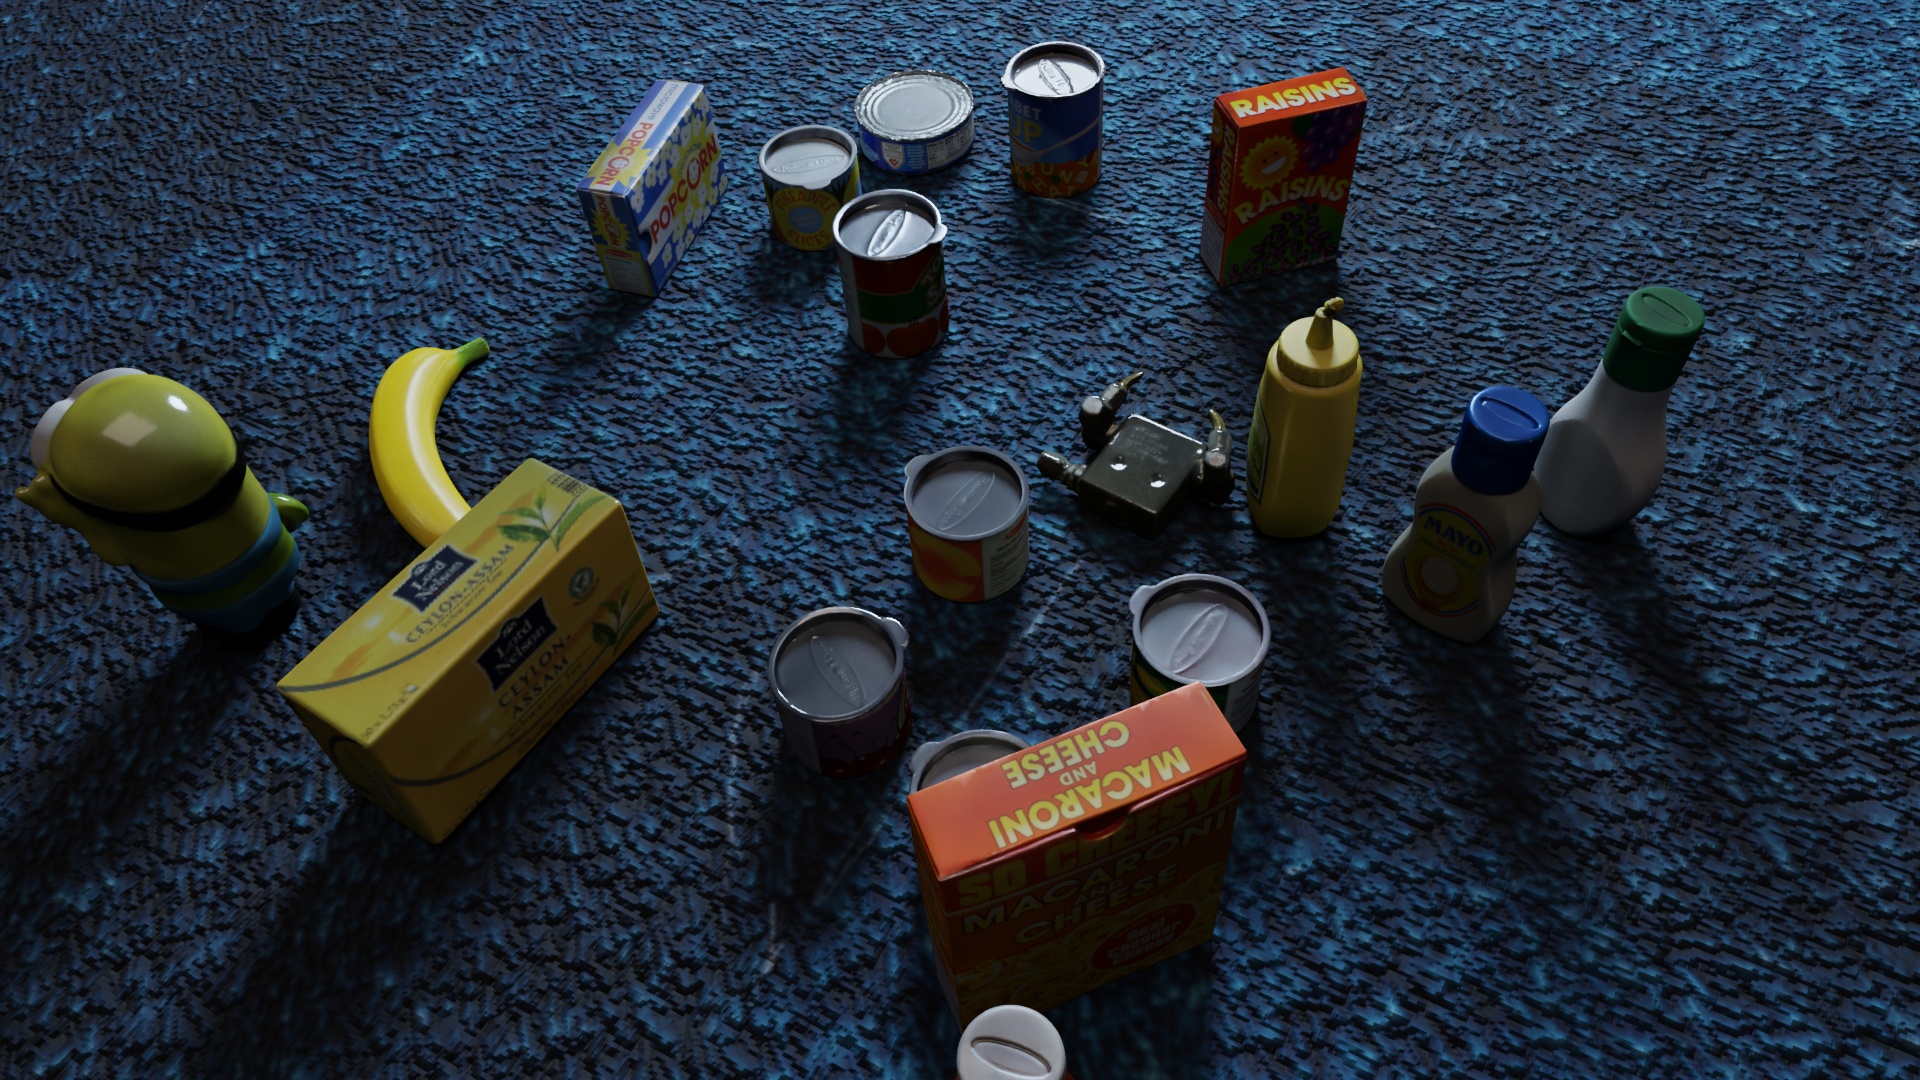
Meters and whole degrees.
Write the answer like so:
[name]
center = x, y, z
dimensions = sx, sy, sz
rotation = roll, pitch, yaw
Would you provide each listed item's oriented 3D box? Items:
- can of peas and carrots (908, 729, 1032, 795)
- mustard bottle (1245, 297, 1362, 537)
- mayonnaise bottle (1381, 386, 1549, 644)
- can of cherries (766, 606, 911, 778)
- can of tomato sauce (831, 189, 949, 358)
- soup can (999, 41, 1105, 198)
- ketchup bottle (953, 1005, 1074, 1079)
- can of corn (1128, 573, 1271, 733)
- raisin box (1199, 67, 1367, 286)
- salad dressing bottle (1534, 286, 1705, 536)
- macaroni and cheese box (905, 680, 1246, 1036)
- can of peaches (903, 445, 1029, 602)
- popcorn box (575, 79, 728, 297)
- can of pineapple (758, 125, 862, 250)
[can of peas and carrots]
center = 0.009, 0.129, 0.642
dimensions = 0.071, 0.058, 0.071
rotation = -2, 51, 3
[mustard bottle]
center = 0.180, -0.069, 0.725
dimensions = 0.049, 0.159, 0.065
rotation = -3, 51, 2
[mayonnaise bottle]
center = 0.250, -0.012, 0.682
dimensions = 0.065, 0.147, 0.041
rotation = 34, 61, 27
[can of cherries]
center = -0.056, 0.075, 0.690
dimensions = 0.071, 0.058, 0.072
rotation = -2, 51, 3
[can of tomato sauce]
center = -0.040, -0.165, 0.867
dimensions = 0.071, 0.082, 0.071
rotation = -2, 51, 3
[soup can]
center = 0.063, -0.289, 0.959
dimensions = 0.071, 0.083, 0.072
rotation = -2, 51, 3
[ketchup bottle]
center = 0.021, 0.217, 0.514
dimensions = 0.065, 0.148, 0.044
rotation = 14, 54, 15
[can of corn]
center = 0.115, 0.059, 0.692
dimensions = 0.071, 0.058, 0.071
rotation = -2, 51, 3
[raisin box]
center = 0.201, -0.227, 0.874
dimensions = 0.086, 0.122, 0.040
rotation = -14, 52, -7
[salad dressing bottle]
center = 0.340, -0.064, 0.717
dimensions = 0.044, 0.146, 0.064
rotation = -27, 54, -16
[macaroni and cheese box]
center = 0.048, 0.137, 0.565
dimensions = 0.124, 0.165, 0.040
rotation = -20, 53, -11
[can of peaches]
center = 0.003, -0.009, 0.755
dimensions = 0.071, 0.057, 0.071
rotation = -2, 51, 3
[popcorn box]
center = -0.204, -0.239, 0.936
dimensions = 0.038, 0.084, 0.127
rotation = 11, 53, 13
[can of pineapple]
center = -0.101, -0.238, 0.946
dimensions = 0.071, 0.057, 0.071
rotation = -2, 51, 3
